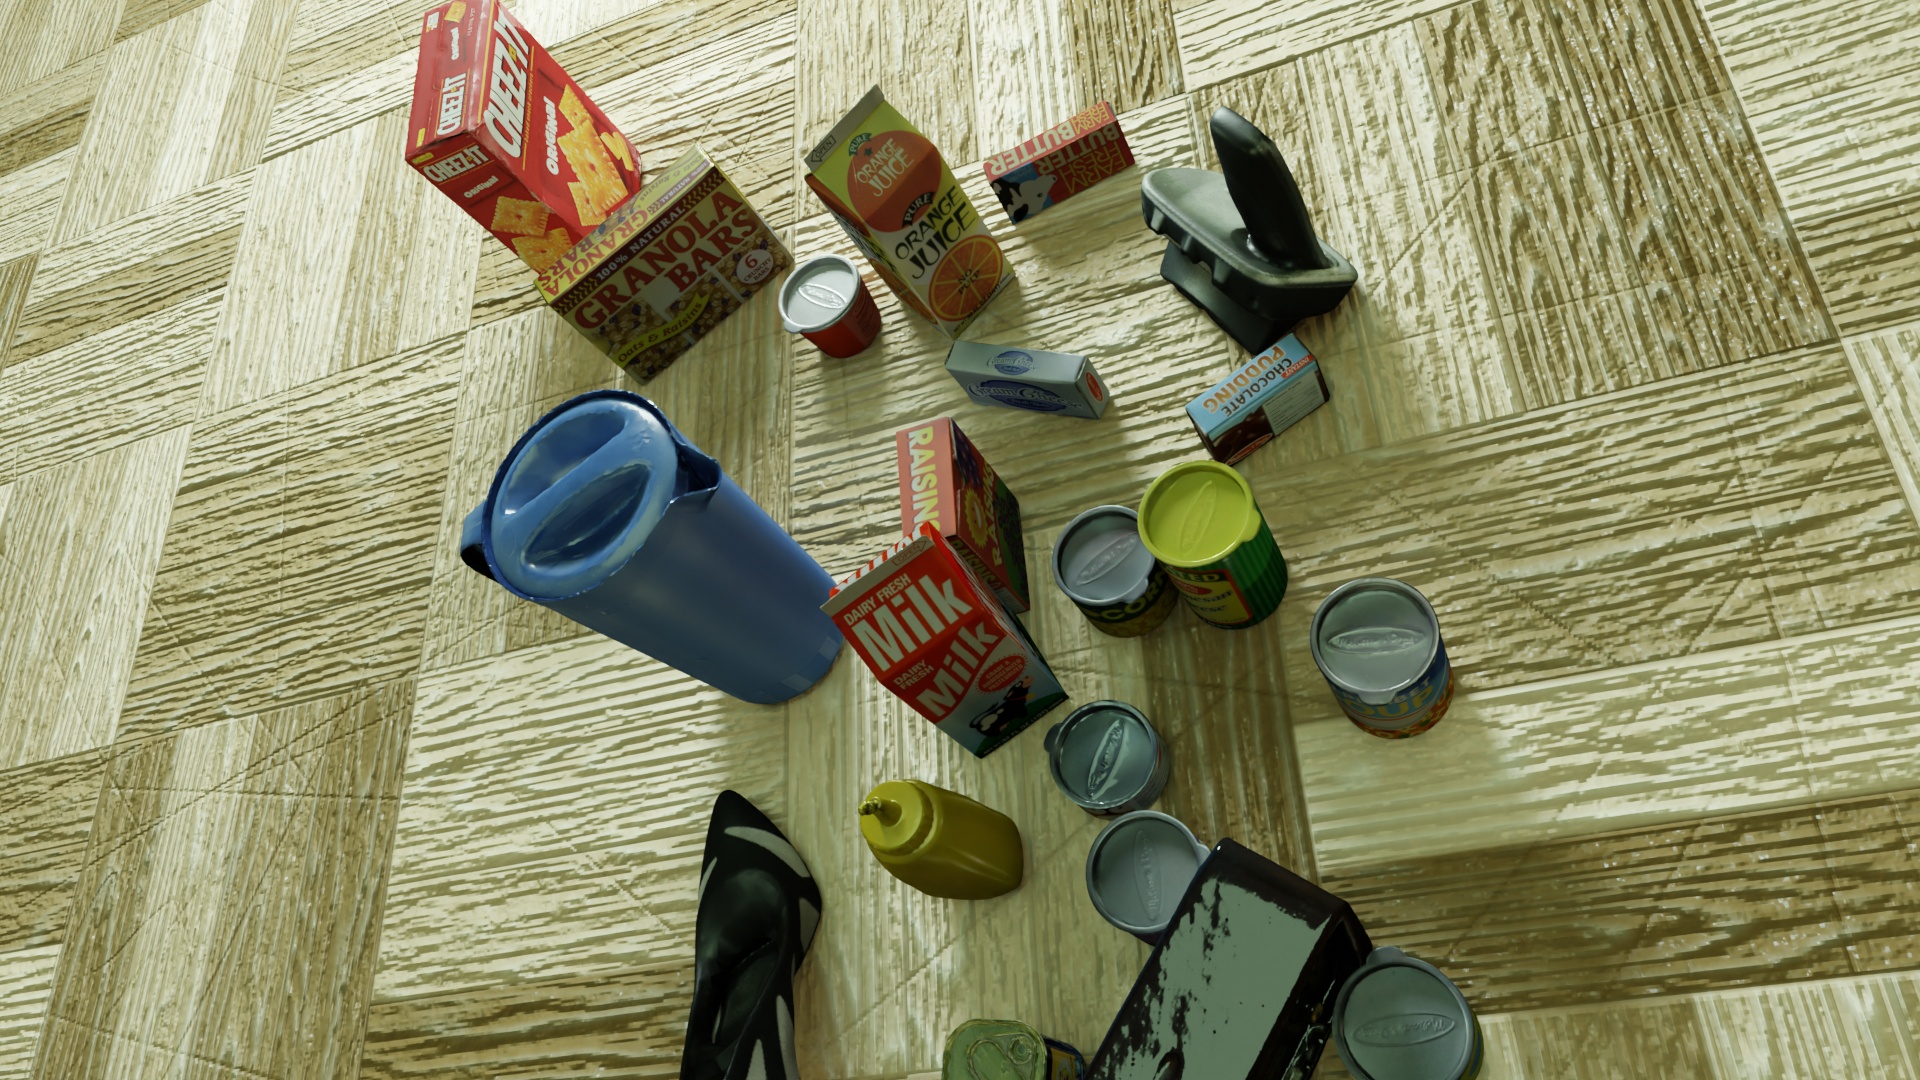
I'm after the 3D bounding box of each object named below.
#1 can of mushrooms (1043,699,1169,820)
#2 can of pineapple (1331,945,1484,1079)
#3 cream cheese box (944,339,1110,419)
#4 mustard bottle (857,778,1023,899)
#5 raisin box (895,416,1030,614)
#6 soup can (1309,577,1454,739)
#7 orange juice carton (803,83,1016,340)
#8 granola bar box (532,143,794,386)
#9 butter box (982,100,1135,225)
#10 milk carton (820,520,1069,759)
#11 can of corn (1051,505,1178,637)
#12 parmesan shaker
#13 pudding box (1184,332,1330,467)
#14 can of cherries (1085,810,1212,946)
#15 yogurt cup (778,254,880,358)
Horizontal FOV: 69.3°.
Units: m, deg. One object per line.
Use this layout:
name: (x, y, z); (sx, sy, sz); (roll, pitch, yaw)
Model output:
can of mushrooms: (0.087, 0.130, 0.824); (0.071, 0.033, 0.071); (-11, 61, 20)
can of pineapple: (0.223, 0.243, 0.688); (0.071, 0.057, 0.071); (-11, 61, 20)
cream cheese box: (0.046, -0.110, 0.953); (0.104, 0.053, 0.024); (11, 71, 29)
mustard bottle: (-0.016, 0.165, 0.778); (0.065, 0.160, 0.049); (-13, 61, 19)
raisin box: (0.003, -0.011, 0.880); (0.040, 0.123, 0.086); (-15, 60, 19)
soup can: (0.231, 0.068, 0.757); (0.071, 0.083, 0.071); (-11, 62, 20)
orange juice carton: (-0.040, -0.230, 0.970); (0.072, 0.192, 0.073); (-47, 56, -2)
granola bar box: (-0.229, -0.212, 1.091); (0.165, 0.124, 0.039); (-39, 56, 3)
butter box: (0.073, -0.278, 1.025); (0.103, 0.053, 0.024); (-25, 58, 12)
milk carton: (-0.011, 0.055, 0.813); (0.072, 0.190, 0.074); (-36, 56, 5)
can of corn: (0.098, 0.022, 0.858); (0.071, 0.058, 0.071); (-11, 61, 20)
parmesan shaker: (0.152, 0.006, 0.814); (0.071, 0.103, 0.071); (-11, 62, 20)
pudding box: (0.188, -0.087, 0.877); (0.083, 0.049, 0.030); (-35, 56, 5)
can of cherries: (0.112, 0.189, 0.767); (0.071, 0.058, 0.072); (-11, 61, 20)
yogurt cup: (-0.096, -0.174, 1.051); (0.072, 0.054, 0.072); (-11, 61, 20)
